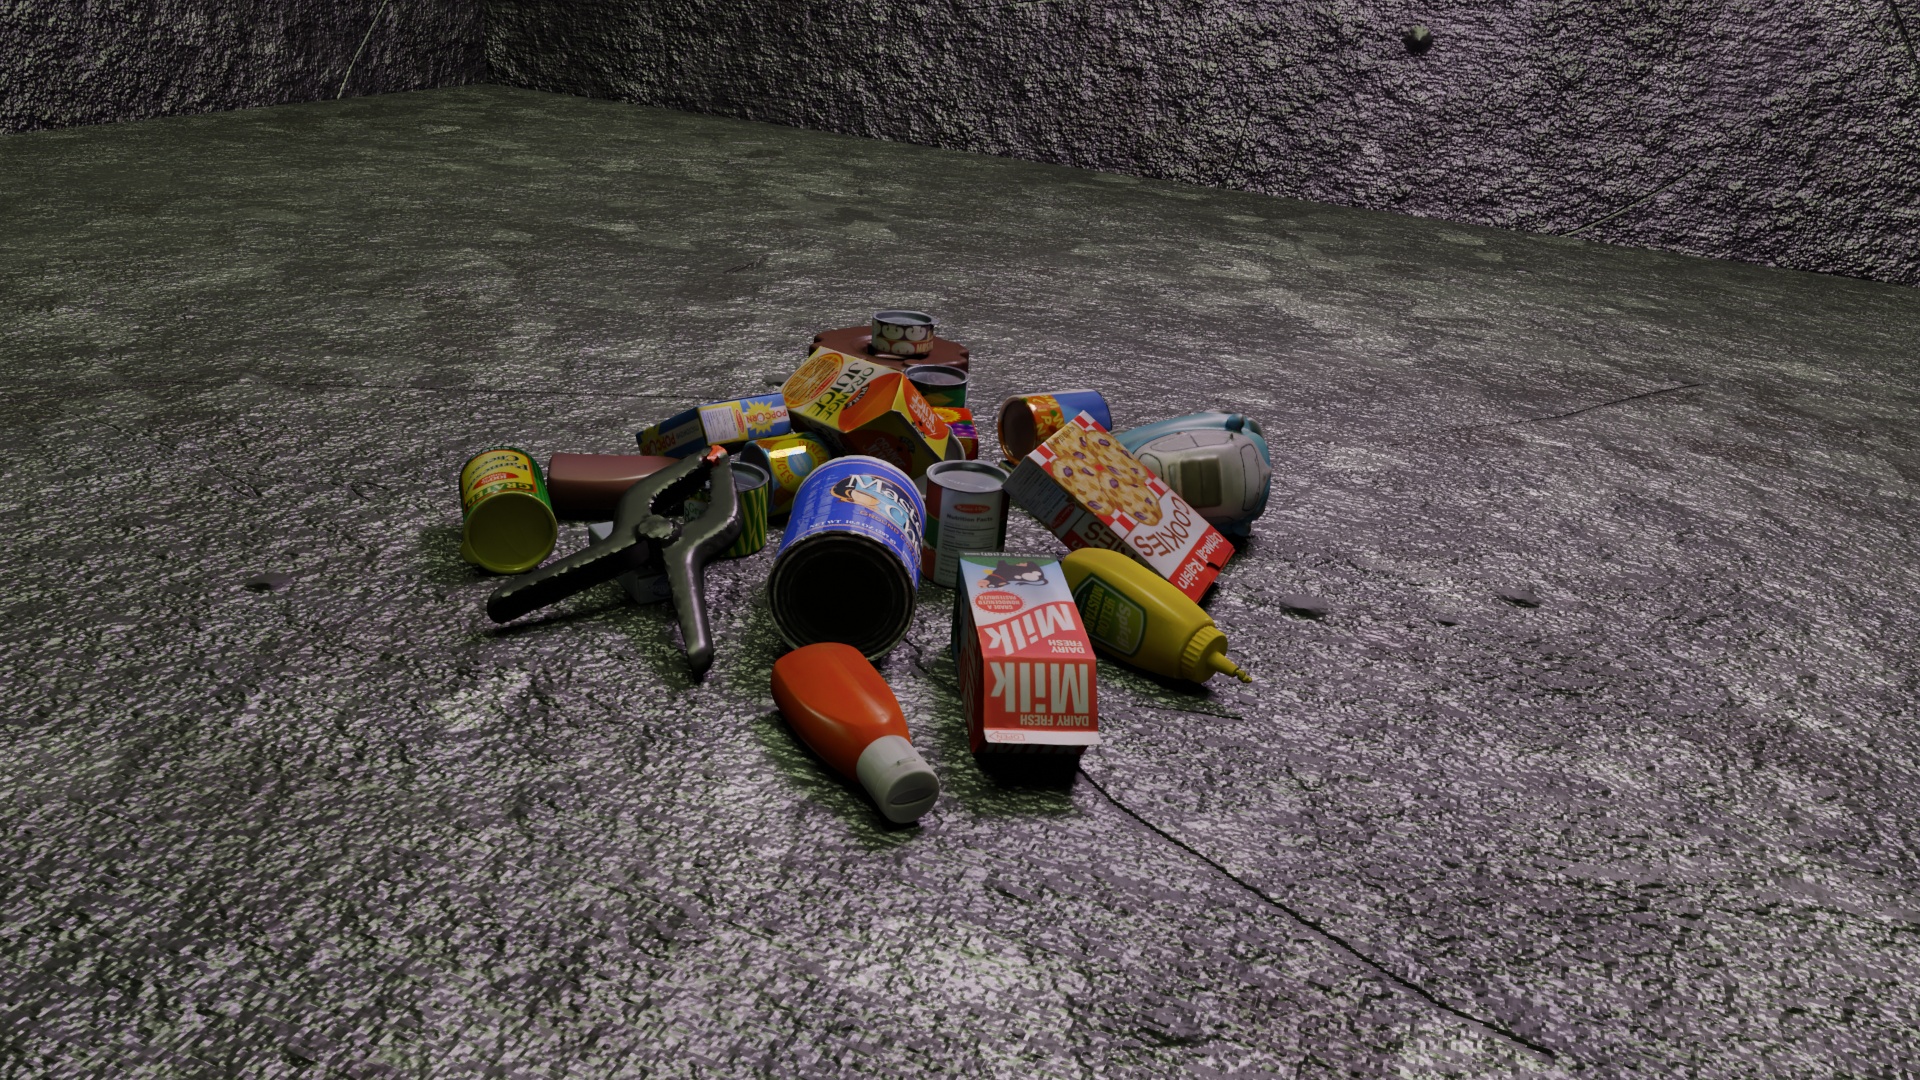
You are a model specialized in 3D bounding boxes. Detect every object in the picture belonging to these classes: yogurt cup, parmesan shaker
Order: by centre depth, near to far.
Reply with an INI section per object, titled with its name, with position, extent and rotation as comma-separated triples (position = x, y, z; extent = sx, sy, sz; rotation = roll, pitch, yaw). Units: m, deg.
[parmesan shaker]
position = -0.351, -0.025, 1.063
extent = 0.071, 0.071, 0.103
rotation = -5, 25, -21
[yogurt cup]
position = -0.036, -0.073, 1.239
extent = 0.072, 0.072, 0.054
rotation = -5, 18, -22

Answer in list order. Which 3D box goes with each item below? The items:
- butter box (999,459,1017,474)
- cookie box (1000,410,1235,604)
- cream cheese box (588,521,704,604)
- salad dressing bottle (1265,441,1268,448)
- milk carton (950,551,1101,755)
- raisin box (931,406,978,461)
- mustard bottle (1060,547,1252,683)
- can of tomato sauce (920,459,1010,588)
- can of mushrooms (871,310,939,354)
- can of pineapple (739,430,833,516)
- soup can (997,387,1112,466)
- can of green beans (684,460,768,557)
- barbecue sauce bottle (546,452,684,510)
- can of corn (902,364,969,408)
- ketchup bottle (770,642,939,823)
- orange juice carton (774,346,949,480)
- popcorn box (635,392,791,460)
[butter box]
position = 0.080, -0.046, 1.247
extent = 0.053, 0.024, 0.104
rotation = -8, 27, -26
[cookie box]
position = 0.126, -0.018, 1.078
extent = 0.167, 0.040, 0.123
rotation = 43, 32, 5
[cream cheese box]
position = -0.238, 0.012, 1.051
extent = 0.053, 0.024, 0.104
rotation = -13, 29, -31
[salad dressing bottle]
position = 0.211, -0.073, 1.296
extent = 0.147, 0.064, 0.044
rotation = 3, 4, 17
[milk carton]
position = 0.039, 0.079, 0.898
extent = 0.072, 0.073, 0.191
rotation = 2, 25, -8
[raisin box]
position = -0.049, -0.096, 1.315
extent = 0.123, 0.040, 0.086
rotation = 1, 24, -7
[mustard bottle]
position = 0.136, 0.060, 0.976
extent = 0.160, 0.065, 0.049
rotation = 29, 29, 35
[can of tomato sauce]
position = 0.004, -0.014, 1.086
extent = 0.071, 0.082, 0.071
rotation = 4, 24, -2
[can of mushrooms]
position = -0.058, -0.218, 1.457
extent = 0.071, 0.033, 0.071
rotation = 5, 20, -2
[can of pineapple]
position = -0.146, -0.057, 1.171
extent = 0.058, 0.070, 0.071
rotation = -13, 30, -33
[soup can]
position = 0.086, -0.100, 1.260
extent = 0.084, 0.071, 0.071
rotation = -9, 27, -30
[can of green beans]
position = -0.187, -0.026, 1.106
extent = 0.071, 0.057, 0.071
rotation = 4, 24, -2
[barbecue sauce bottle]
position = -0.266, -0.048, 1.158
extent = 0.149, 0.043, 0.065
rotation = 1, 22, -11
[can of corn]
position = -0.029, -0.139, 1.392
extent = 0.071, 0.058, 0.071
rotation = 4, 24, -2
[ketchup bottle]
position = -0.061, 0.114, 0.837
extent = 0.065, 0.043, 0.149
rotation = -9, 28, -26
[orange juice carton]
position = -0.080, -0.103, 1.182
extent = 0.073, 0.071, 0.193
rotation = -48, 35, -12
[popcorn box]
position = -0.216, -0.094, 1.211
extent = 0.085, 0.038, 0.126
rotation = -16, 2, -38
